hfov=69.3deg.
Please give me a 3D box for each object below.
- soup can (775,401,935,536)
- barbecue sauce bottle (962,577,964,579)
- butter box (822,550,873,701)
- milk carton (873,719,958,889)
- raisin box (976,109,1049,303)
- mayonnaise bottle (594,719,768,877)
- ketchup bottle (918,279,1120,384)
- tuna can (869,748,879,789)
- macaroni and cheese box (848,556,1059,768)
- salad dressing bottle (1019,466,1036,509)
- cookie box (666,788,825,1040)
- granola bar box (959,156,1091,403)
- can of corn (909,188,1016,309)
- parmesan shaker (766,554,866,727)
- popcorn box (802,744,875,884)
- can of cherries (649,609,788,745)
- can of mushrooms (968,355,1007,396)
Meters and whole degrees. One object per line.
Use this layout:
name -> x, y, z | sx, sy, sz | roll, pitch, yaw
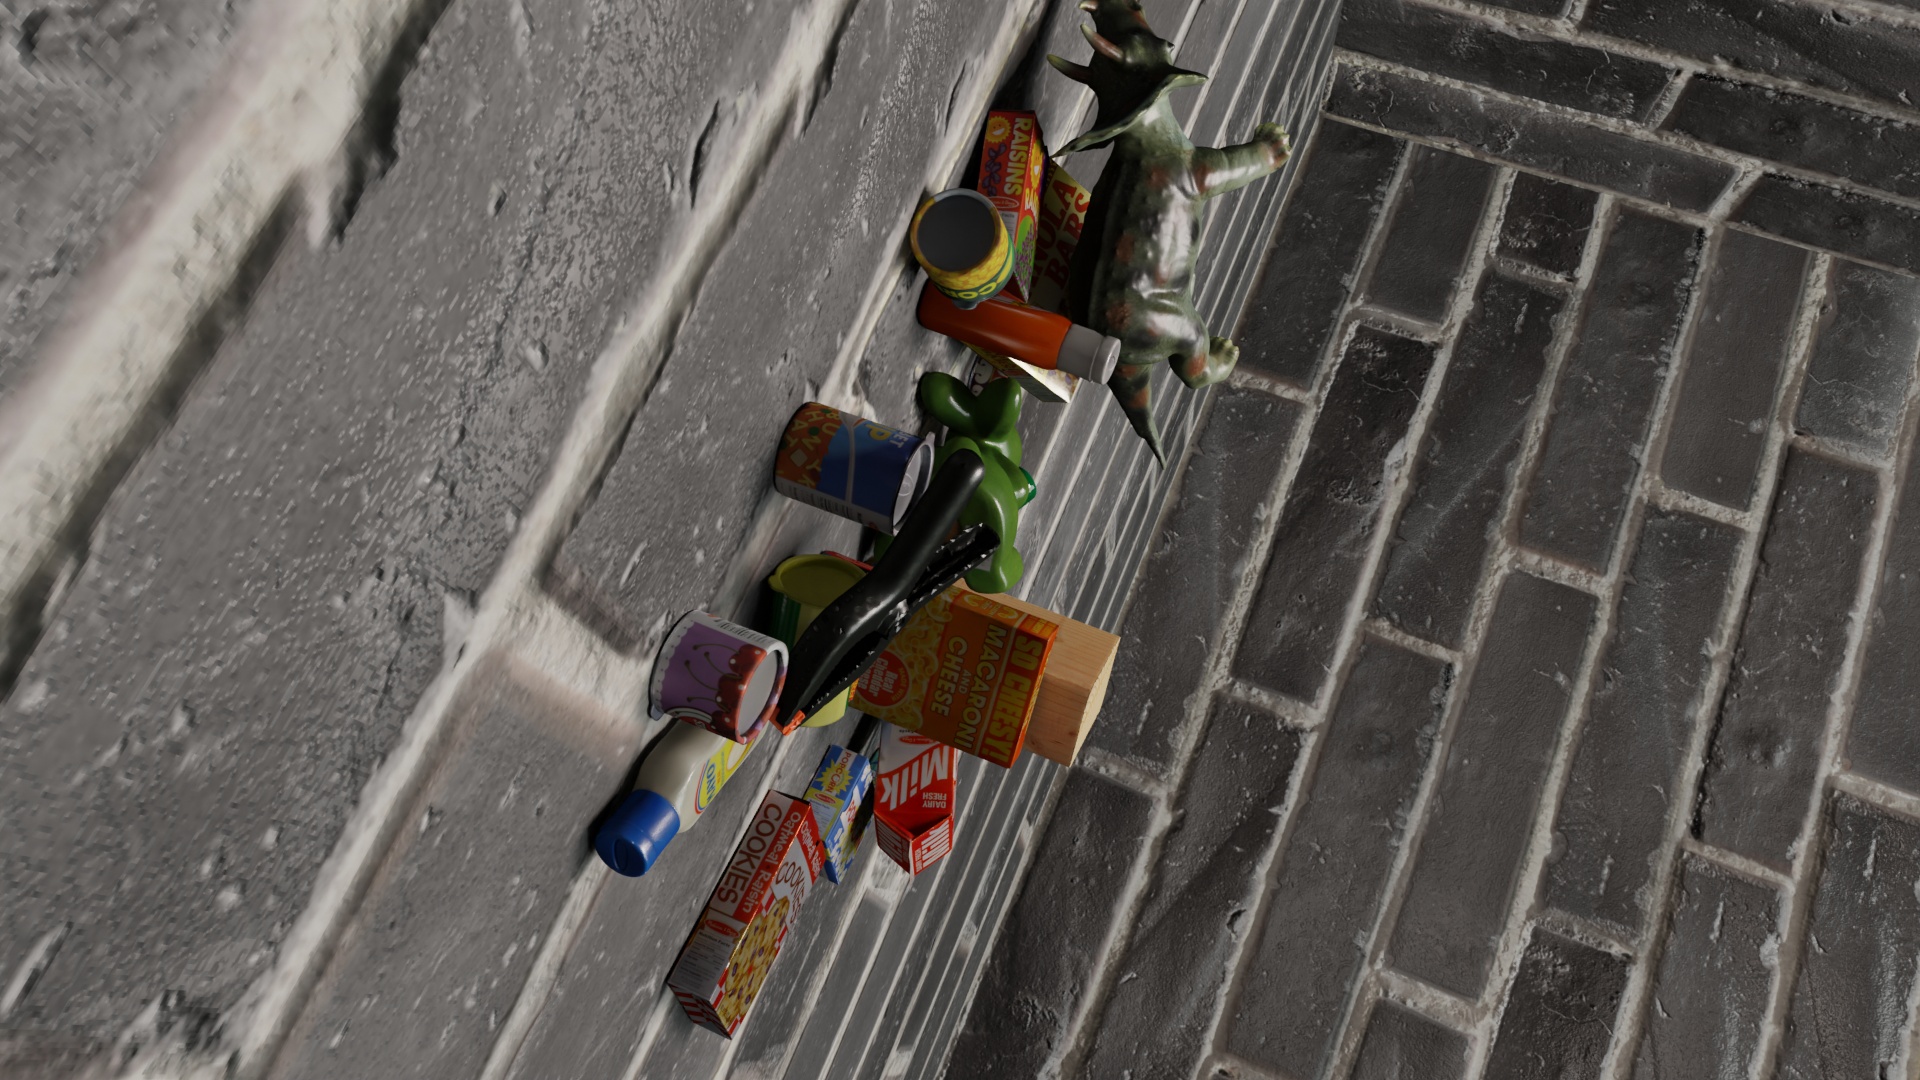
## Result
soup can -> -0.067, -0.049, 0.896 | 0.071, 0.084, 0.071 | 18, 92, -77
barbecue sauce bottle -> 0.000, 0.043, 1.399 | 0.148, 0.044, 0.065 | 57, 54, -75
butter box -> -0.092, 0.065, 1.032 | 0.024, 0.053, 0.103 | -1, 110, -74
milk carton -> -0.040, 0.221, 1.293 | 0.072, 0.073, 0.191 | 90, 3, -51
raisin box -> 0.038, -0.255, 1.067 | 0.086, 0.040, 0.123 | 42, 56, -75
mayonnaise bottle -> -0.169, 0.143, 0.857 | 0.149, 0.041, 0.064 | -55, 159, -50
ketchup bottle -> 0.045, -0.158, 1.049 | 0.065, 0.149, 0.043 | -13, 124, -75
tuna can -> -0.078, 0.245, 1.402 | 0.071, 0.033, 0.071 | 18, 92, -77
macaroni and cheese box -> -0.016, 0.099, 1.141 | 0.040, 0.166, 0.123 | -40, 148, -67
salad dressing bottle -> 0.004, -0.015, 1.213 | 0.148, 0.064, 0.043 | -36, 135, -30
cookie box -> -0.165, 0.298, 1.107 | 0.122, 0.040, 0.168 | 89, 24, -57
granola bar box -> 0.070, -0.216, 1.166 | 0.124, 0.039, 0.166 | 33, 74, -36
can of corn -> 0.002, -0.206, 0.981 | 0.058, 0.071, 0.071 | 35, 76, -76
parmesan shaker -> -0.105, 0.070, 0.965 | 0.072, 0.071, 0.102 | -49, 156, -57
popcorn box -> -0.112, 0.249, 1.255 | 0.126, 0.038, 0.085 | 88, 27, -59
can of cherries -> -0.144, 0.084, 0.832 | 0.071, 0.058, 0.071 | 18, 92, -77
can of mushrooms -> 0.033, -0.147, 1.274 | 0.071, 0.033, 0.071 | 18, 92, -78
